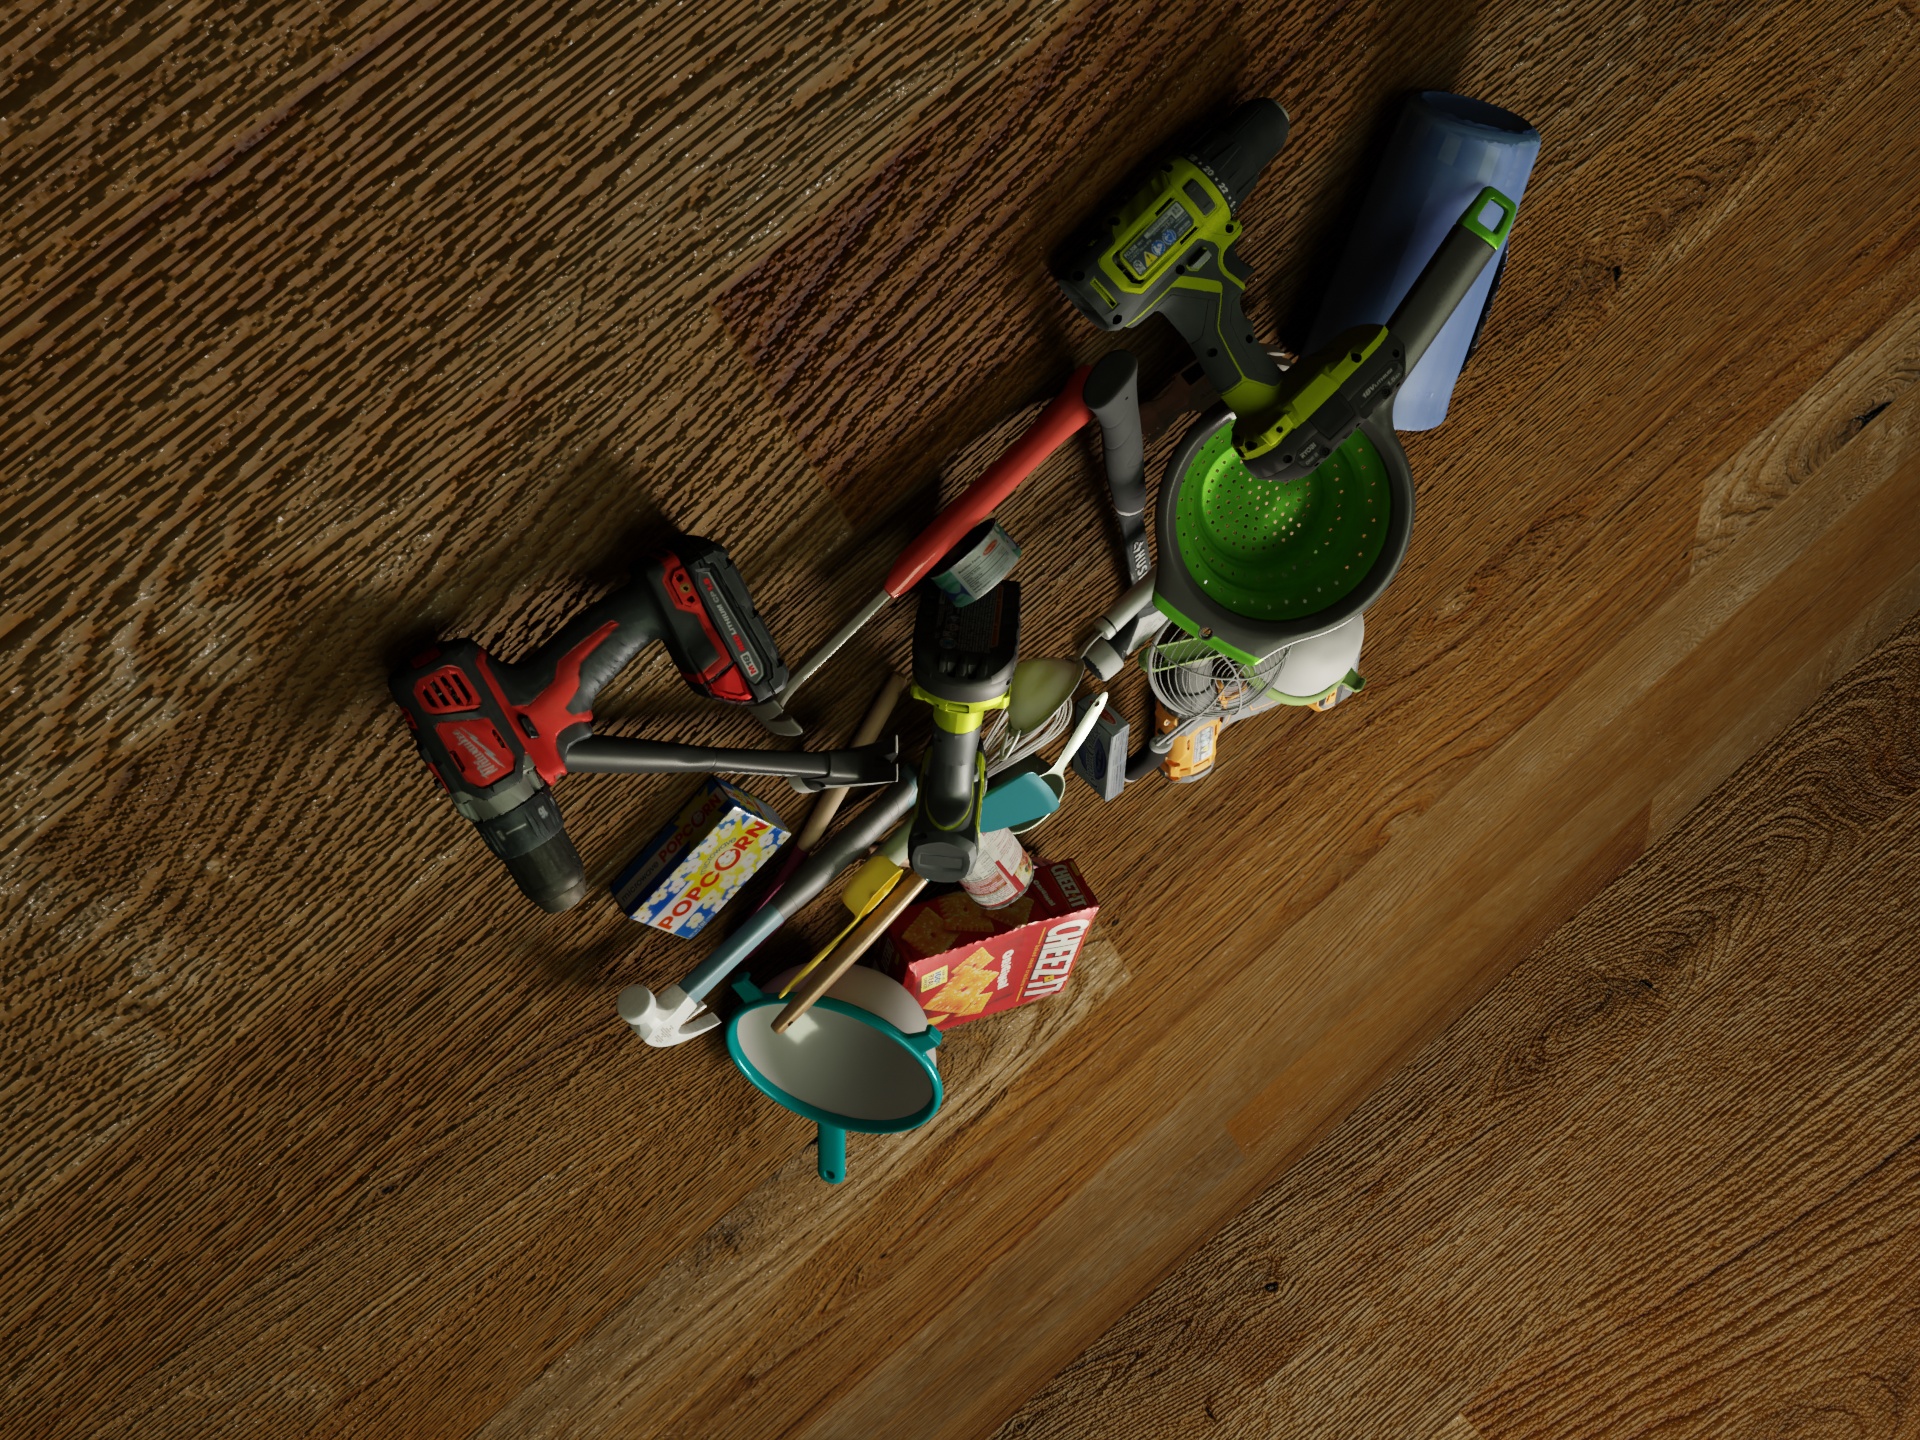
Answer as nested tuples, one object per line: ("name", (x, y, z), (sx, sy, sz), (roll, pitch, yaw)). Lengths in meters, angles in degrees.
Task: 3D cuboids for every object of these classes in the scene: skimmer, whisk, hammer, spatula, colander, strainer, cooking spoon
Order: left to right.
("hammer", (-0.196, 0.027, 1.149), (0.334, 0.146, 0.035), (5, 81, -41))
("hammer", (-0.147, 0.152, 1.352), (0.331, 0.033, 0.128), (-43, 158, -16))
("cooking spoon", (-0.123, 0.088, 1.362), (0.068, 0.017, 0.318), (-12, 138, -58))
("strainer", (-0.111, 0.334, 1.539), (0.340, 0.211, 0.095), (96, 12, -48))
("spatula", (-0.046, 0.160, 1.383), (0.317, 0.044, 0.082), (-46, 147, -4))
("hammer", (-0.019, -0.127, 1.155), (0.359, 0.149, 0.036), (-45, 106, -8))
("whisk", (0.006, 0.055, 1.424), (0.246, 0.058, 0.059), (-43, 156, 0))
("strainer", (0.111, -0.072, 1.305), (0.258, 0.087, 0.050), (-43, 109, -9))
("hammer", (0.143, -0.167, 1.288), (0.149, 0.036, 0.408), (-41, 156, -8))
("skimmer", (0.199, -0.021, 1.470), (0.127, 0.090, 0.363), (-4, 166, -10))
("hammer", (0.256, -0.224, 1.387), (0.130, 0.031, 0.331), (-36, 151, 10))
("strainer", (0.286, -0.082, 1.490), (0.256, 0.151, 0.069), (-13, 178, -28))
("colander", (0.292, -0.237, 1.249), (0.204, 0.094, 0.397), (31, 102, -12))

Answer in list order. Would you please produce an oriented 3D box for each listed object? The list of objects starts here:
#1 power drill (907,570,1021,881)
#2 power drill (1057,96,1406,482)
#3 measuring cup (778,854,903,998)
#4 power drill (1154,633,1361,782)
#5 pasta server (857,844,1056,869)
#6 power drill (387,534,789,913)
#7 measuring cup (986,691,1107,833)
("power drill", (-0.002, -0.004, 1.281), (0.080, 0.171, 0.223), (7, 132, 0))
("power drill", (0.207, -0.302, 1.129), (0.190, 0.080, 0.228), (-44, 106, 2))
("measuring cup", (-0.112, 0.178, 1.385), (0.156, 0.029, 0.062), (-46, 171, 4))
("power drill", (0.293, -0.049, 1.598), (0.226, 0.084, 0.185), (-27, 142, -16))
("pasta server", (0.002, 0.145, 1.542), (0.060, 0.040, 0.316), (-45, 148, 23))
("power drill", (-0.228, 0.000, 1.030), (0.226, 0.080, 0.187), (-31, 109, -18))
("measuring cup", (0.082, 0.032, 1.501), (0.083, 0.038, 0.167), (10, 118, -51))
